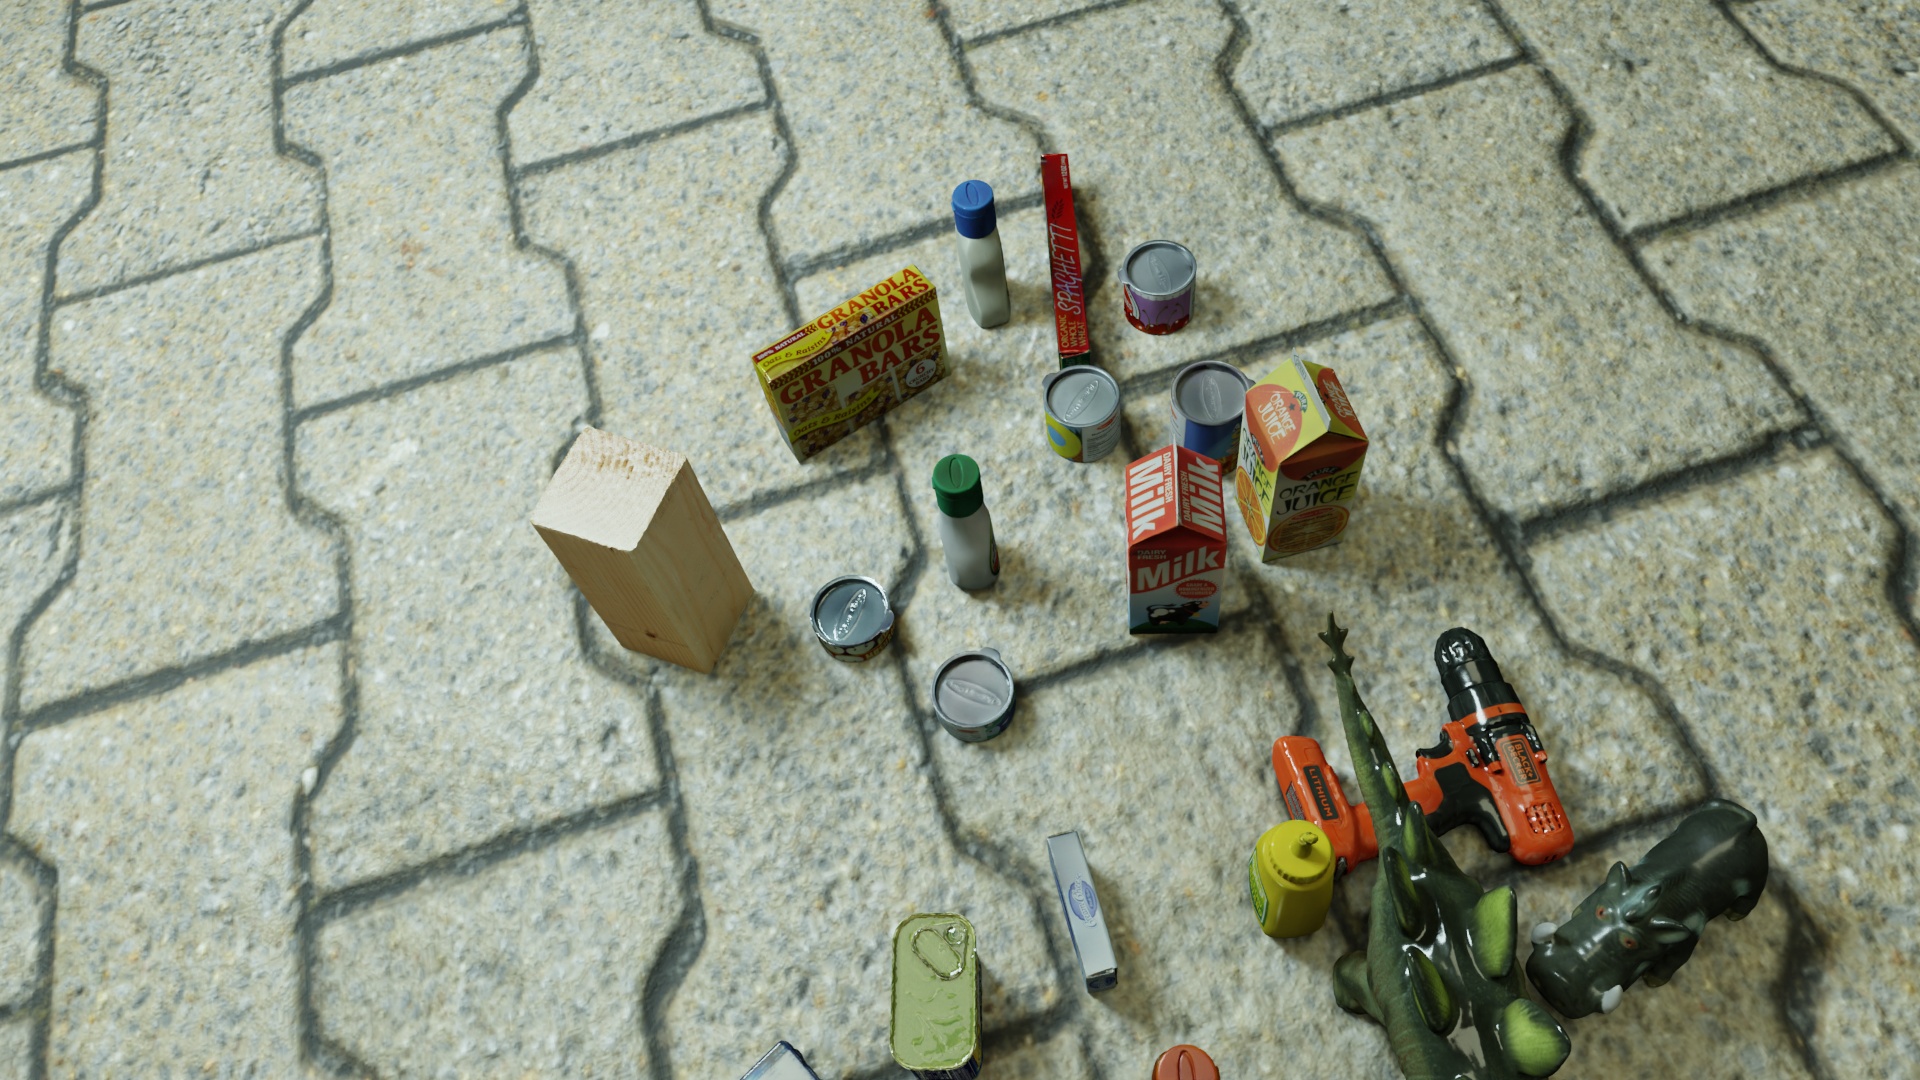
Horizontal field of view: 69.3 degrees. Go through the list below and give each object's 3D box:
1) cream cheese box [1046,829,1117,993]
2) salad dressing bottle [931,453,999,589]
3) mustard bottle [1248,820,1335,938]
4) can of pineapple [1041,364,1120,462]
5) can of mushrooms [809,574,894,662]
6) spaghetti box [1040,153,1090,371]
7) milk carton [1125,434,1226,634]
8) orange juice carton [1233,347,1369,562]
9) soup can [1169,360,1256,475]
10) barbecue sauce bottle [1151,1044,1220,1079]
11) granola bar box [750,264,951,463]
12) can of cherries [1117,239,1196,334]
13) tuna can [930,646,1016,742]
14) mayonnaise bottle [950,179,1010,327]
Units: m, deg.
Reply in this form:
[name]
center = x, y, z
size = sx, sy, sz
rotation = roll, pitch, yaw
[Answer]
[cream cheese box]
center = 0.087, 0.265, 0.990
size = 0.024, 0.053, 0.104
rotation = -15, 59, -2
[salad dressing bottle]
center = 0.004, -0.014, 1.111
size = 0.044, 0.147, 0.064
rotation = -8, 59, 3
[mustard bottle]
center = 0.224, 0.222, 0.937
size = 0.049, 0.159, 0.065
rotation = -9, 59, 2
[can of pineapple]
center = 0.105, -0.111, 1.210
size = 0.071, 0.057, 0.071
rotation = -3, 59, 5
[can of mushrooms]
center = -0.086, 0.065, 1.141
size = 0.071, 0.033, 0.071
rotation = -3, 59, 5
[spaghetti box]
center = 0.098, -0.257, 1.302
size = 0.029, 0.050, 0.251
rotation = -5, 59, 4
[milk carton]
center = 0.163, 0.000, 1.059
size = 0.073, 0.189, 0.072
rotation = -2, 59, 6
[orange juice carton]
center = 0.264, -0.066, 1.085
size = 0.073, 0.191, 0.072
rotation = -15, 59, -2
[soup can]
center = 0.213, -0.101, 1.176
size = 0.071, 0.083, 0.071
rotation = -3, 59, 5
[barbecue sauce bottle]
center = 0.141, 0.350, 0.876
size = 0.044, 0.148, 0.065
rotation = -5, 59, 4
[granola bar box]
center = -0.093, -0.155, 1.221
size = 0.166, 0.123, 0.039
rotation = -32, 61, -12
[can of cherries]
center = 0.180, -0.231, 1.272
size = 0.071, 0.058, 0.072
rotation = -3, 59, 5
[tuna can]
center = 0.012, 0.121, 1.096
size = 0.071, 0.032, 0.071
rotation = -3, 59, 5
[mayonnaise bottle]
center = 0.019, -0.261, 1.257
size = 0.041, 0.147, 0.065
rotation = -14, 59, -1
